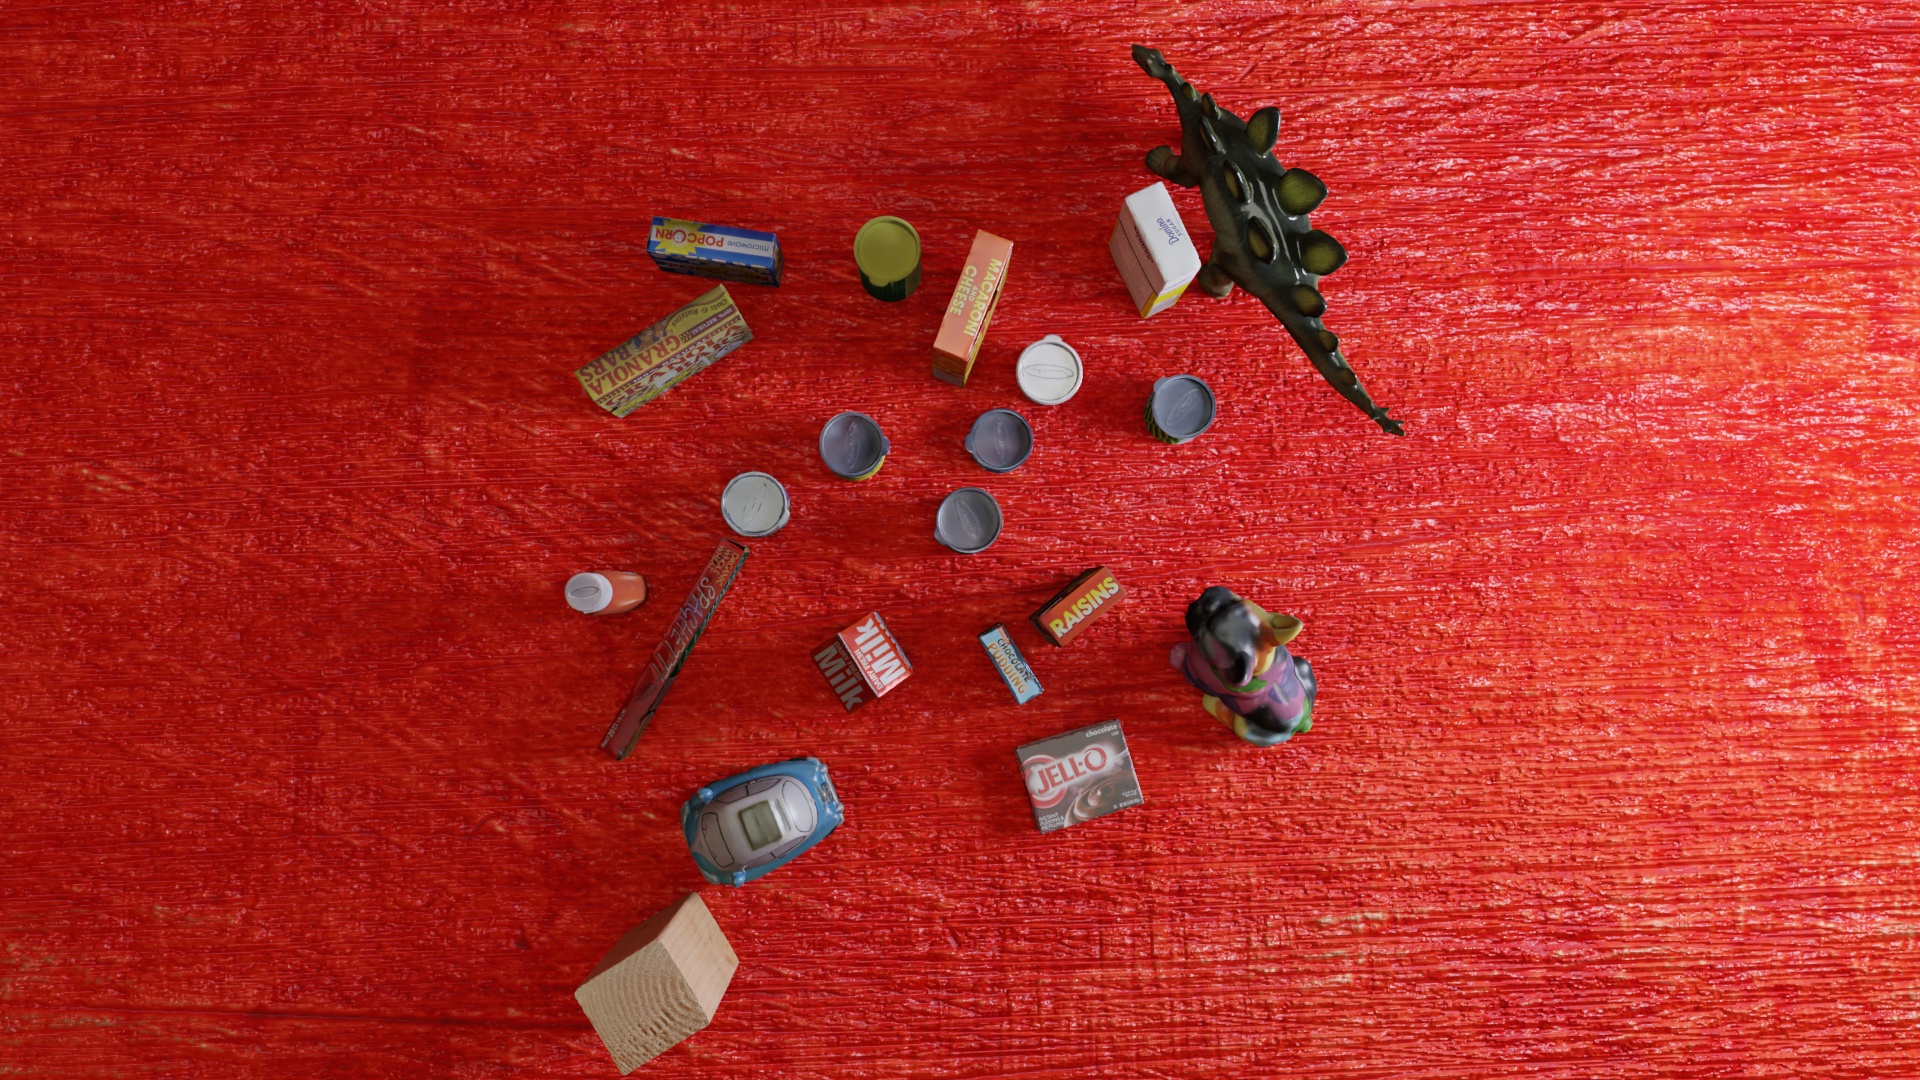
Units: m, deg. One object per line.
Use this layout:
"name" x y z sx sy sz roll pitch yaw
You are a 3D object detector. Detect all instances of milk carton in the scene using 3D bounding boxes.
"milk carton" -0.095 0.117 1.347 0.073 0.190 0.072 -33 89 -3

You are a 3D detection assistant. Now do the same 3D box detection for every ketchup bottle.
"ketchup bottle" -0.351 0.052 1.363 0.065 0.149 0.043 -10 88 -2

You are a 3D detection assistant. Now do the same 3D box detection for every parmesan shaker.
"parmesan shaker" -0.074 -0.281 1.412 0.071 0.103 0.071 0 88 -2

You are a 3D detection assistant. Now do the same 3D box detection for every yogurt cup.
"yogurt cup" 0.090 -0.171 1.437 0.072 0.054 0.072 0 87 -2

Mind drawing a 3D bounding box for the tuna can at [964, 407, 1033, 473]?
"tuna can" 0.039 -0.103 1.442 0.071 0.033 0.071 0 87 -2

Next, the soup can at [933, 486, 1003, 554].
"soup can" 0.005 -0.018 1.411 0.071 0.083 0.071 0 88 -2

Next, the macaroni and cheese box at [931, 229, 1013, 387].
"macaroni and cheese box" 0.011 -0.227 1.380 0.040 0.166 0.123 21 87 -1

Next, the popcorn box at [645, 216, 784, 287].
"popcorn box" -0.247 -0.293 1.416 0.127 0.085 0.038 8 87 -1

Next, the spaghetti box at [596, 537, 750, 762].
"spaghetti box" -0.289 0.108 1.412 0.029 0.050 0.250 30 87 0

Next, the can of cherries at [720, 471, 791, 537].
"can of cherries" -0.206 -0.034 1.417 0.071 0.058 0.071 0 87 -2

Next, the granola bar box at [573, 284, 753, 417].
"granola bar box" -0.292 -0.186 1.389 0.166 0.124 0.039 -32 89 -3

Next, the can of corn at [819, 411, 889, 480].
"can of corn" -0.107 -0.095 1.424 0.071 0.058 0.071 0 87 -2

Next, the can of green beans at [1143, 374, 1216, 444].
"can of green beans" 0.226 -0.135 1.437 0.071 0.058 0.071 0 87 -2

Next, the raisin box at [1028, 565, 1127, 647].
"raisin box" 0.116 0.065 1.391 0.086 0.123 0.040 -38 89 -3

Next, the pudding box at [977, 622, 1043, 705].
"pudding box" 0.051 0.126 1.422 0.030 0.049 0.083 -31 89 -3
